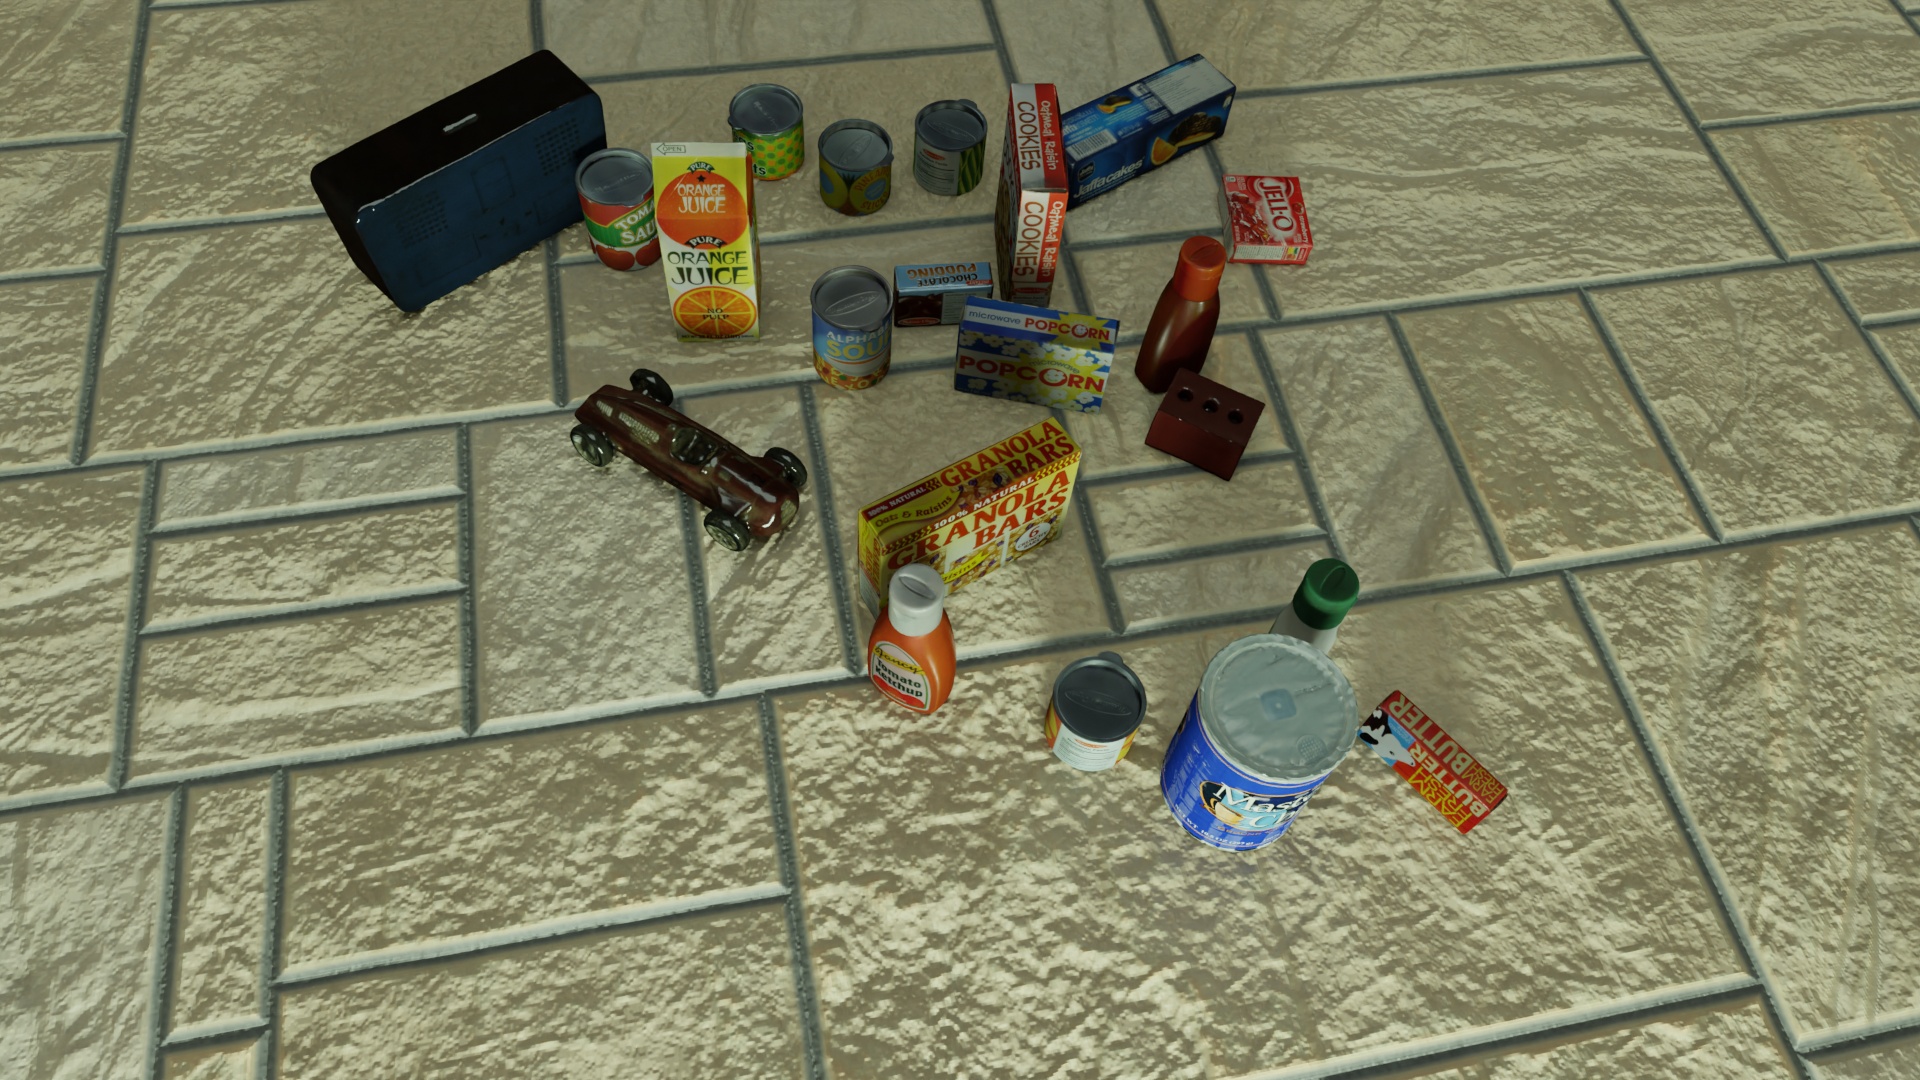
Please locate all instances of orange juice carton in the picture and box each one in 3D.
[{"bbox_3d":[-0.201,-0.247,1.113,0.072,0.191,0.073,-1,59,-5],"label":"orange juice carton"}]

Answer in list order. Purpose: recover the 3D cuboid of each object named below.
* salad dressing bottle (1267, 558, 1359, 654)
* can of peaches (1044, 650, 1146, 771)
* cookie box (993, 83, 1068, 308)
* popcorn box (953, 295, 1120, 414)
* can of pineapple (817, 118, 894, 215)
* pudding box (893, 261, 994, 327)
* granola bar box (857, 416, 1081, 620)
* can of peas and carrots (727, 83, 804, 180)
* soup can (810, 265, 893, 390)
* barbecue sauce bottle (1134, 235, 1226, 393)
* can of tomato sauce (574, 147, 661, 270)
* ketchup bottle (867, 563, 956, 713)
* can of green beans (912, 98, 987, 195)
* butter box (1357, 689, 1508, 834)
[{"bbox_3d":[0.244,0.064,0.984,0.044,0.147,0.064,36,63,17],"label":"salad dressing bottle"},{"bbox_3d":[0.096,0.122,0.990,0.071,0.057,0.071,2,59,-3],"label":"can of peaches"},{"bbox_3d":[0.058,-0.278,1.166,0.040,0.166,0.123,-1,59,-5],"label":"cookie box"},{"bbox_3d":[0.060,-0.151,1.137,0.127,0.084,0.038,10,59,2],"label":"popcorn box"},{"bbox_3d":[-0.094,-0.335,1.253,0.071,0.057,0.071,2,59,-3],"label":"can of pineapple"},{"bbox_3d":[-0.016,-0.210,1.188,0.084,0.049,0.030,-4,60,-7],"label":"pudding box"},{"bbox_3d":[0.004,-0.013,1.026,0.166,0.123,0.039,-27,64,-19],"label":"granola bar box"},{"bbox_3d":[-0.178,-0.371,1.268,0.071,0.058,0.071,2,59,-3],"label":"can of peas and carrots"},{"bbox_3d":[-0.088,-0.171,1.138,0.071,0.083,0.071,2,59,-3],"label":"soup can"},{"bbox_3d":[0.183,-0.183,1.129,0.065,0.147,0.044,-30,66,-20],"label":"barbecue sauce bottle"},{"bbox_3d":[-0.289,-0.282,1.191,0.071,0.082,0.071,2,59,-3],"label":"can of tomato sauce"},{"bbox_3d":[-0.032,0.066,0.961,0.065,0.148,0.044,29,61,13],"label":"ketchup bottle"},{"bbox_3d":[-0.010,-0.360,1.274,0.071,0.057,0.071,2,59,-3],"label":"can of green beans"},{"bbox_3d":[0.335,0.158,0.989,0.024,0.053,0.104,-36,68,-22],"label":"butter box"}]
